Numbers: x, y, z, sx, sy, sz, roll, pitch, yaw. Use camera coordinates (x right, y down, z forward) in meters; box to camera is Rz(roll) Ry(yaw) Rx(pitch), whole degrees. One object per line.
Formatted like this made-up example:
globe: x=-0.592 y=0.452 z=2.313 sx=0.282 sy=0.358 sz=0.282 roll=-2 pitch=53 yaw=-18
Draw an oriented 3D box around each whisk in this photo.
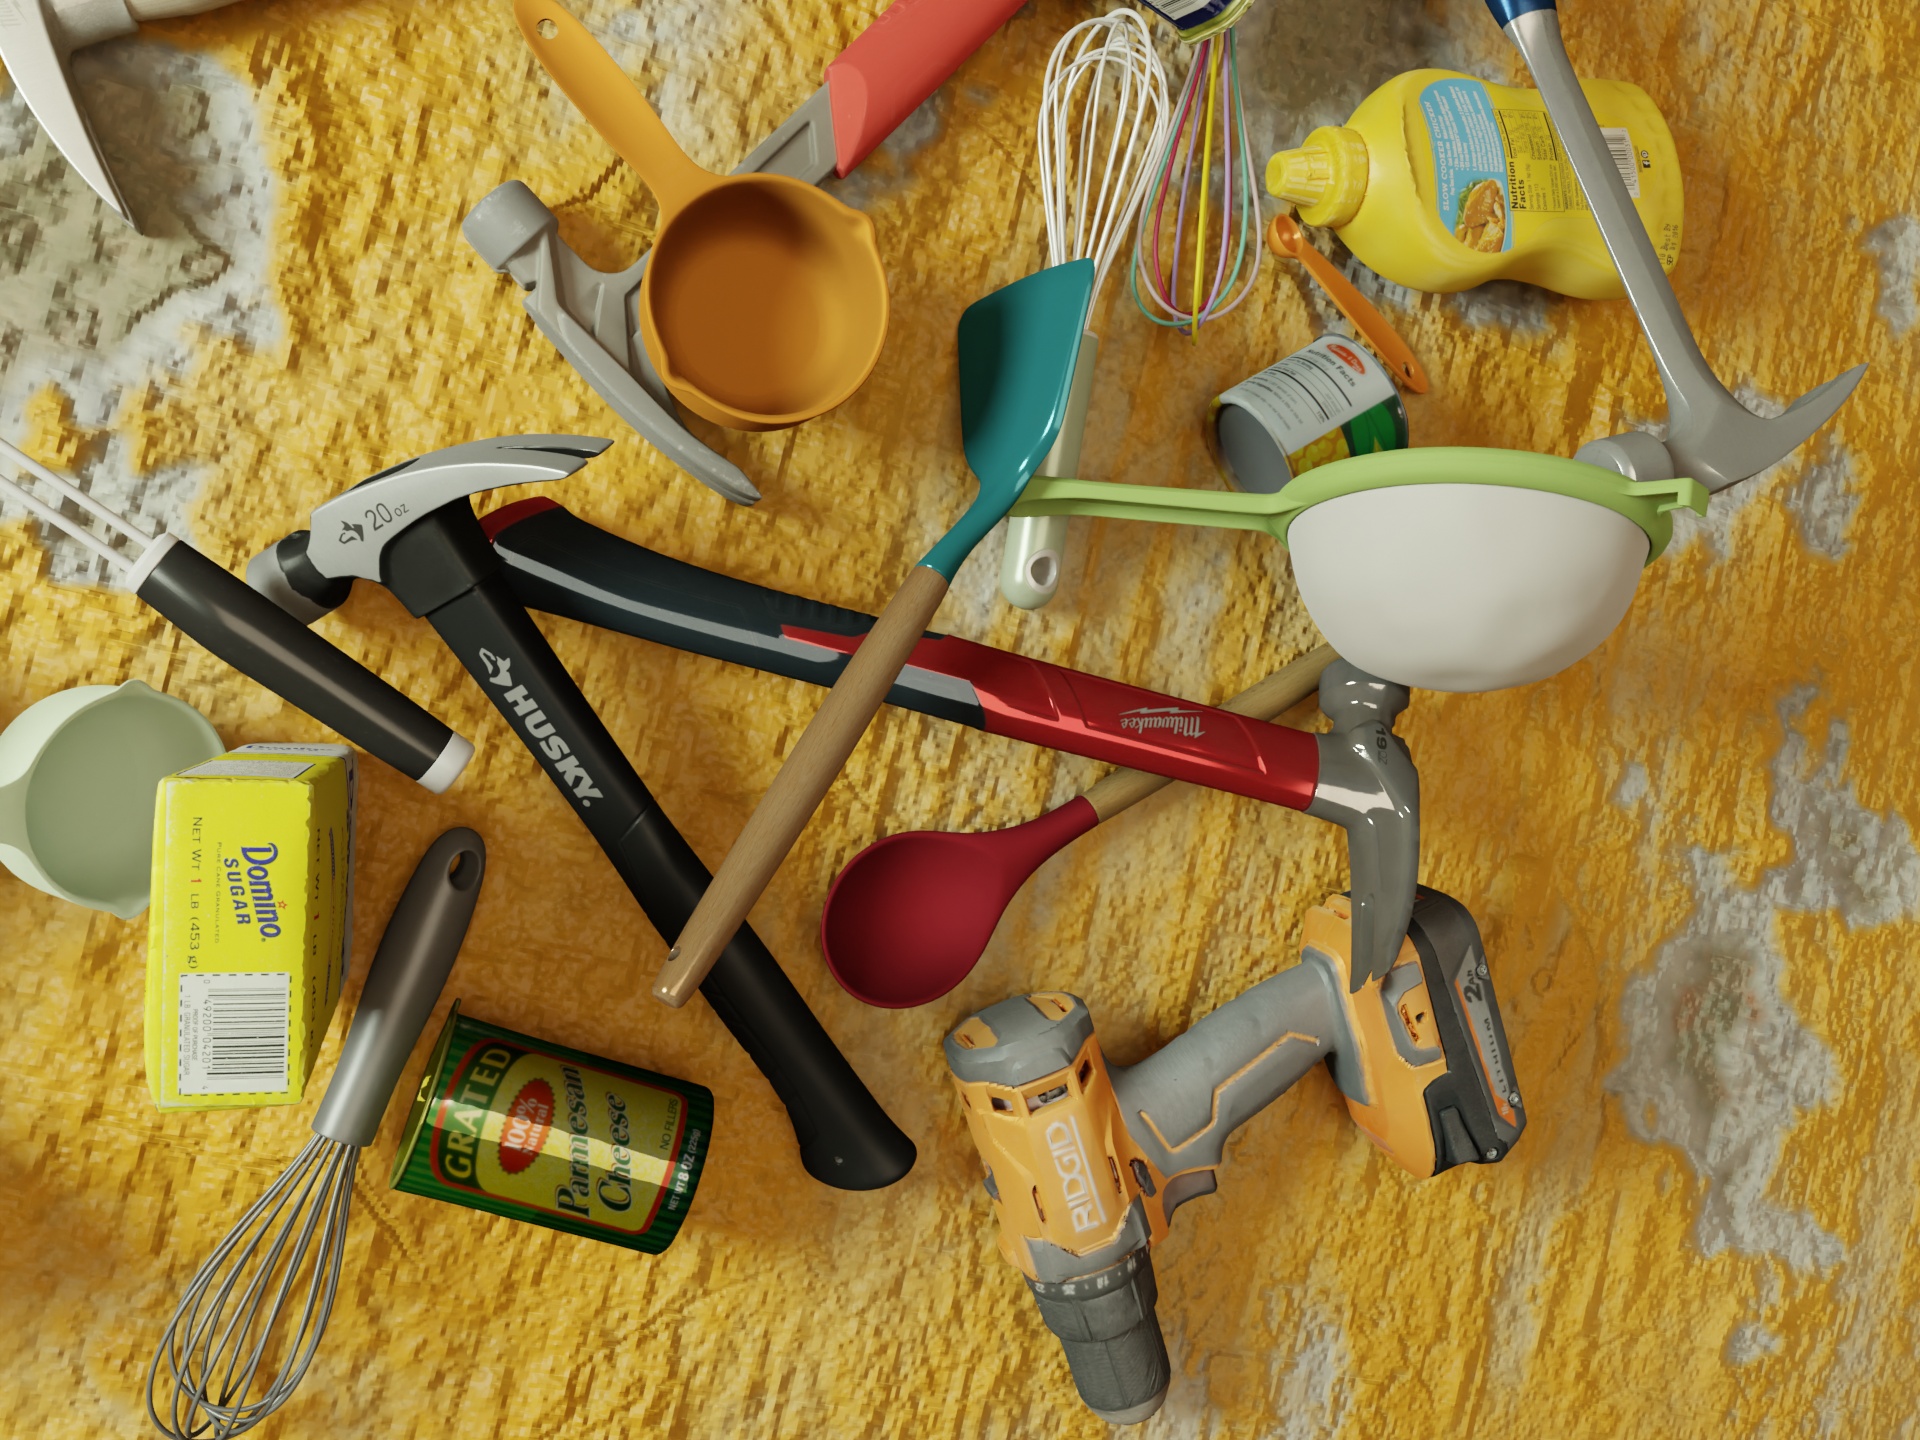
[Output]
whisk: x=0.108 y=-0.280 z=0.681 sx=0.047 sy=0.051 sz=0.245 roll=11 pitch=83 yaw=-52
whisk: x=-0.231 y=0.150 z=0.586 sx=0.055 sy=0.055 sz=0.239 roll=24 pitch=80 yaw=-16
whisk: x=0.046 y=-0.168 z=0.658 sx=0.057 sy=0.059 sz=0.246 roll=6 pitch=96 yaw=-32

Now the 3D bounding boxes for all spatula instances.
spatula: x=-0.031 y=-0.039 z=0.580 sx=0.044 sy=0.082 sz=0.318 roll=44 pitch=62 yaw=-28

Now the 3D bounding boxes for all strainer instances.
strainer: x=0.141 y=-0.054 z=0.621 sx=0.256 sy=0.151 sz=0.069 roll=6 pitch=79 yaw=3

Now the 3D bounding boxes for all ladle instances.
ladle: x=0.076 y=0.024 z=0.684 sx=0.315 sy=0.031 sz=0.069 roll=-30 pitch=97 yaw=-16

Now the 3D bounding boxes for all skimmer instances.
skimmer: x=-0.317 y=-0.098 z=0.535 sx=0.363 sy=0.090 sz=0.127 roll=38 pitch=100 yaw=-19

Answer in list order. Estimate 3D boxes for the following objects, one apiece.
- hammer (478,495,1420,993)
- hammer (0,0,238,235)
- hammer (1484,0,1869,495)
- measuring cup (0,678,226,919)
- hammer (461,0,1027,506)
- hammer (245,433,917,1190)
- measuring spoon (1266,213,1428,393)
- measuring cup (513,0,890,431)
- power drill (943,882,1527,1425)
hammer: x=-0.001 y=-0.002 z=0.621 sx=0.386 sy=0.038 sz=0.143 roll=14 pitch=60 yaw=-10
hammer: x=-0.145 y=-0.309 z=0.591 sx=0.410 sy=0.038 sz=0.146 roll=-22 pitch=99 yaw=-13
hammer: x=0.247 y=-0.284 z=0.668 sx=0.144 sy=0.035 sz=0.405 roll=-17 pitch=81 yaw=-21
measuring cup: x=-0.320 y=0.028 z=0.510 sx=0.167 sy=0.038 sz=0.083 roll=-7 pitch=103 yaw=-58
hammer: x=-0.019 y=-0.257 z=0.641 sx=0.149 sy=0.037 sz=0.359 roll=46 pitch=80 yaw=-13
hammer: x=-0.113 y=0.047 z=0.596 sx=0.146 sy=0.035 sz=0.334 roll=-24 pitch=109 yaw=26
measuring spoon: x=0.171 y=-0.181 z=0.704 sx=0.116 sy=0.011 sz=0.021 roll=36 pitch=54 yaw=-30
measuring cup: x=-0.100 y=-0.181 z=0.575 sx=0.095 sy=0.052 sz=0.173 roll=-42 pitch=101 yaw=-11
power drill: x=0.121 y=0.182 z=0.678 sx=0.226 sy=0.084 sz=0.185 roll=-19 pitch=99 yaw=-12
